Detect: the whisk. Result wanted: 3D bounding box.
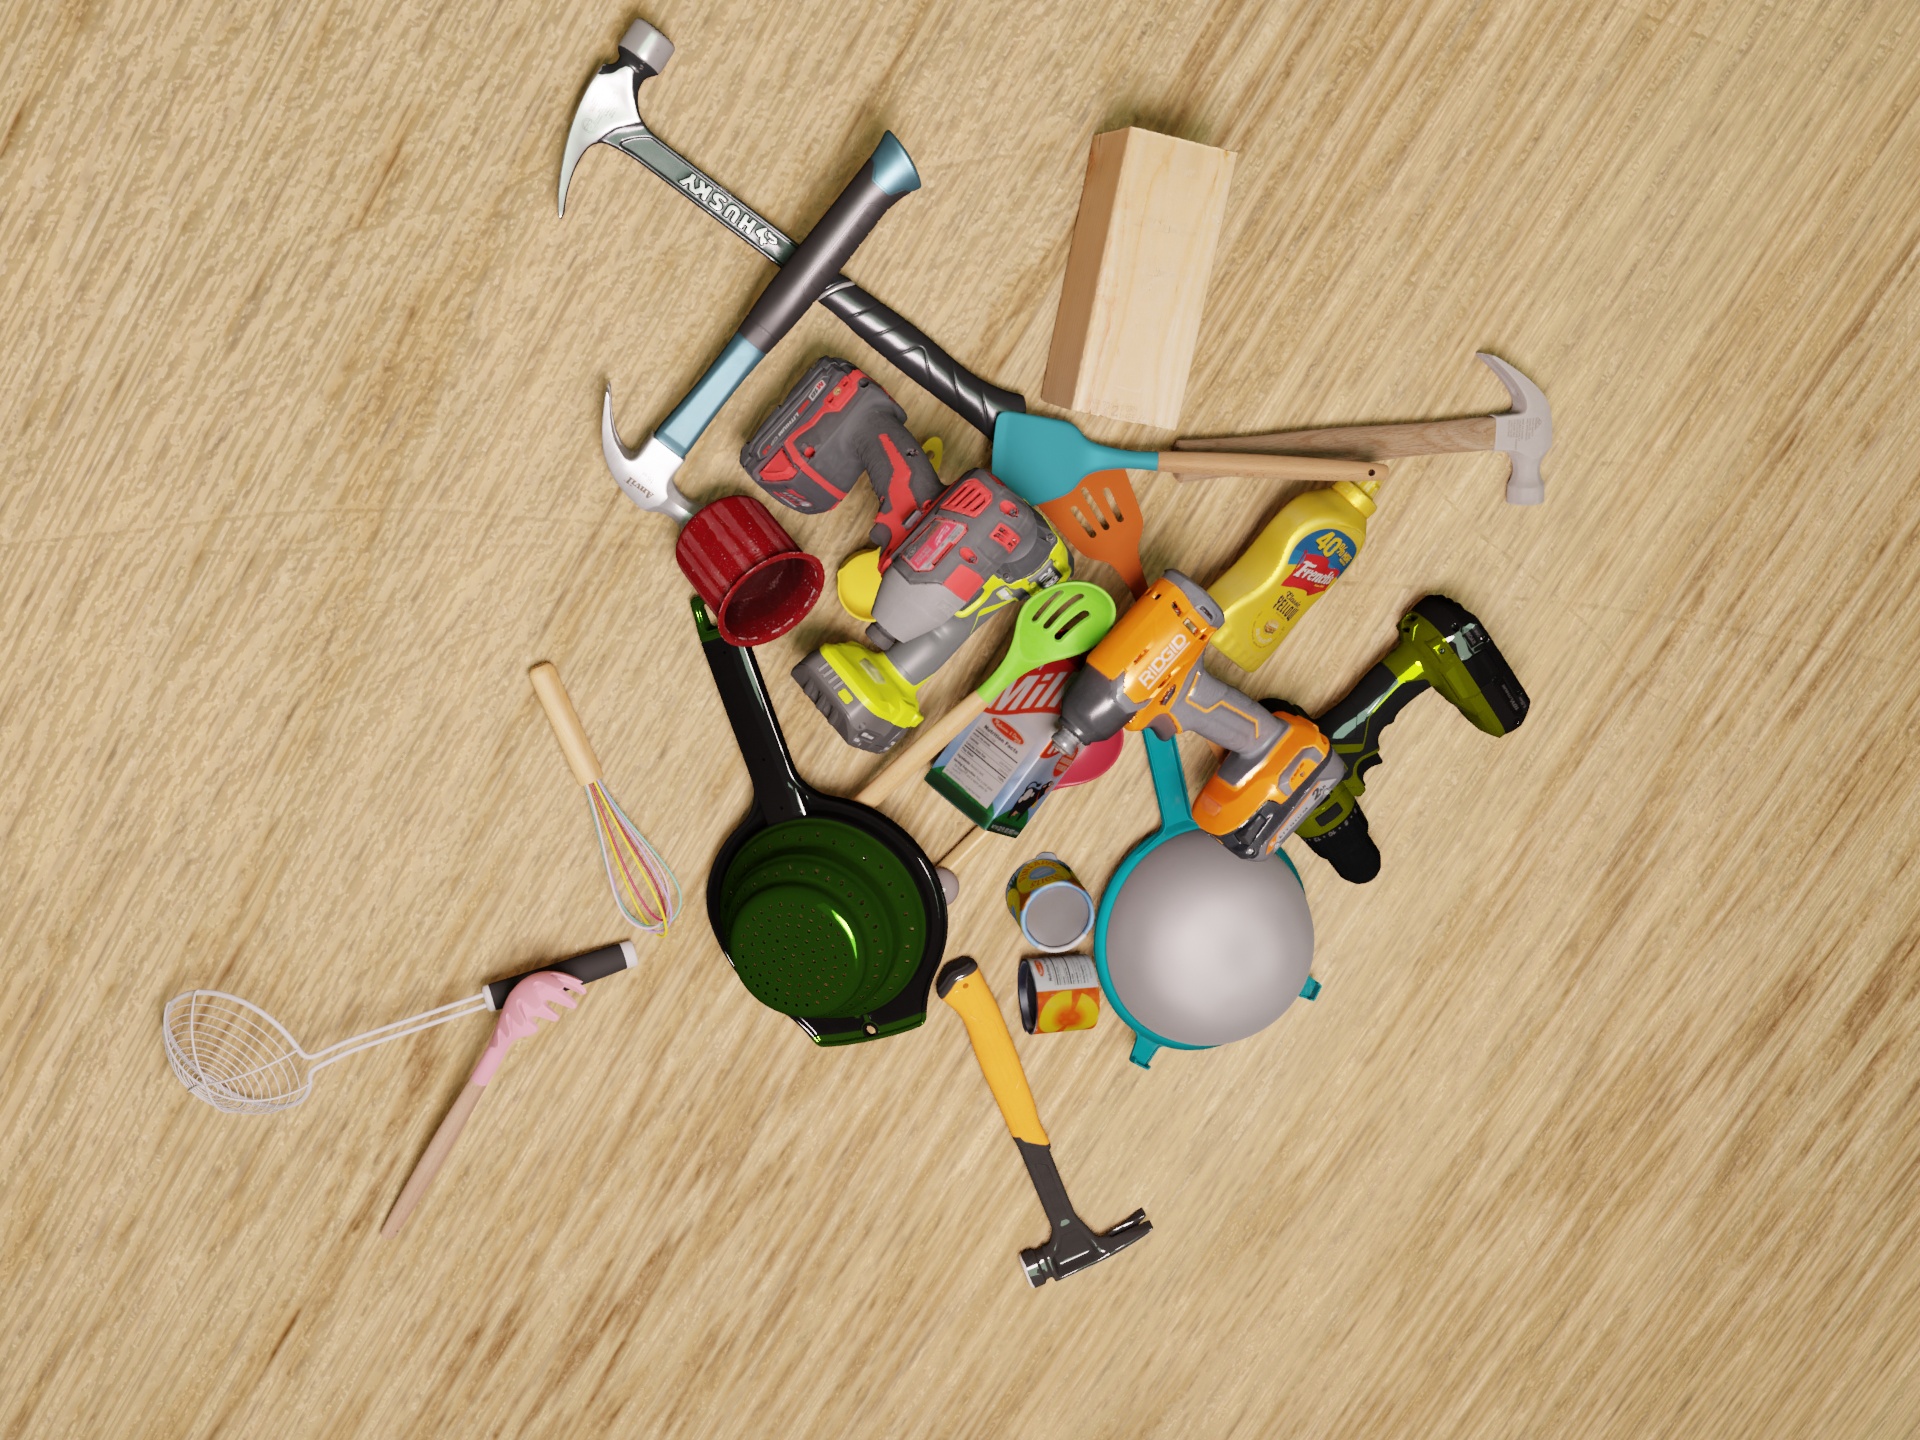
[{"bbox_3d":[-0.284,0.067,1.273,0.051,0.047,0.245,-22,106,-4],"label":"whisk"}]

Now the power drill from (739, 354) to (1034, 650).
[{"bbox_3d":[-0.058,-0.155,1.148,0.143,0.220,0.078,-49,145,7],"label":"power drill"}]

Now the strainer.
[{"bbox_3d":[0.213,0.133,1.357,0.211,0.095,0.340,-18,103,-16],"label":"strainer"}]

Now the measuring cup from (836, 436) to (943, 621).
[{"bbox_3d":[-0.052,-0.154,1.266,0.062,0.029,0.156,22,100,-17],"label":"measuring cup"}]

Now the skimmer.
[{"bbox_3d":[-0.448,0.226,1.288,0.363,0.090,0.127,-16,126,-18],"label":"skimmer"}]

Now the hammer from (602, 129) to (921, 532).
[{"bbox_3d":[-0.144,-0.289,1.173,0.128,0.033,0.331,36,106,-23],"label":"hammer"}]

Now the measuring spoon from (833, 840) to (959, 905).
[{"bbox_3d":[-0.060,0.127,1.338,0.124,0.018,0.034,21,98,-4],"label":"measuring spoon"}]

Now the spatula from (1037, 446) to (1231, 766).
[{"bbox_3d":[0.167,-0.070,1.321,0.081,0.041,0.322,-30,106,-2],"label":"spatula"}]

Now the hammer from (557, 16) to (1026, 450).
[{"bbox_3d":[-0.114,-0.332,1.199,0.408,0.036,0.149,34,97,-19],"label":"hammer"}]

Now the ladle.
[{"bbox_3d":[0.016,0.102,1.355,0.315,0.031,0.069,-45,101,5],"label":"ladle"}]

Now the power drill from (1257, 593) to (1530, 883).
[{"bbox_3d":[0.371,0.019,1.382,0.228,0.080,0.190,-38,109,3],"label":"power drill"}]

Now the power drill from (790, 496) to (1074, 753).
[{"bbox_3d":[-0.016,-0.078,1.226,0.223,0.171,0.080,-42,77,6],"label":"power drill"}]

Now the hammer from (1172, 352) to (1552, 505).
[{"bbox_3d":[0.337,-0.233,1.325,0.331,0.031,0.130,-6,107,-10],"label":"hammer"}]

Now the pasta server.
[{"bbox_3d":[-0.398,0.317,1.295,0.040,0.060,0.316,40,110,18],"label":"pasta server"}]

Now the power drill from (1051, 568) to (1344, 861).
[{"bbox_3d":[0.181,0.011,1.251,0.164,0.084,0.226,-47,117,-1],"label":"power drill"}]

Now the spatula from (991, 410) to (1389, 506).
[{"bbox_3d":[0.183,-0.201,1.264,0.317,0.044,0.082,2,108,0],"label":"spatula"}]

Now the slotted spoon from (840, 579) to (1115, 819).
[{"bbox_3d":[-0.002,-0.004,1.262,0.313,0.031,0.070,-42,121,18],"label":"slotted spoon"}]

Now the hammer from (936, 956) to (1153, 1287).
[{"bbox_3d":[0.063,0.356,1.434,0.127,0.034,0.336,-23,109,-4],"label":"hammer"}]

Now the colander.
[{"bbox_3d":[-0.145,0.094,1.257,0.204,0.094,0.397,-16,101,17],"label":"colander"}]
